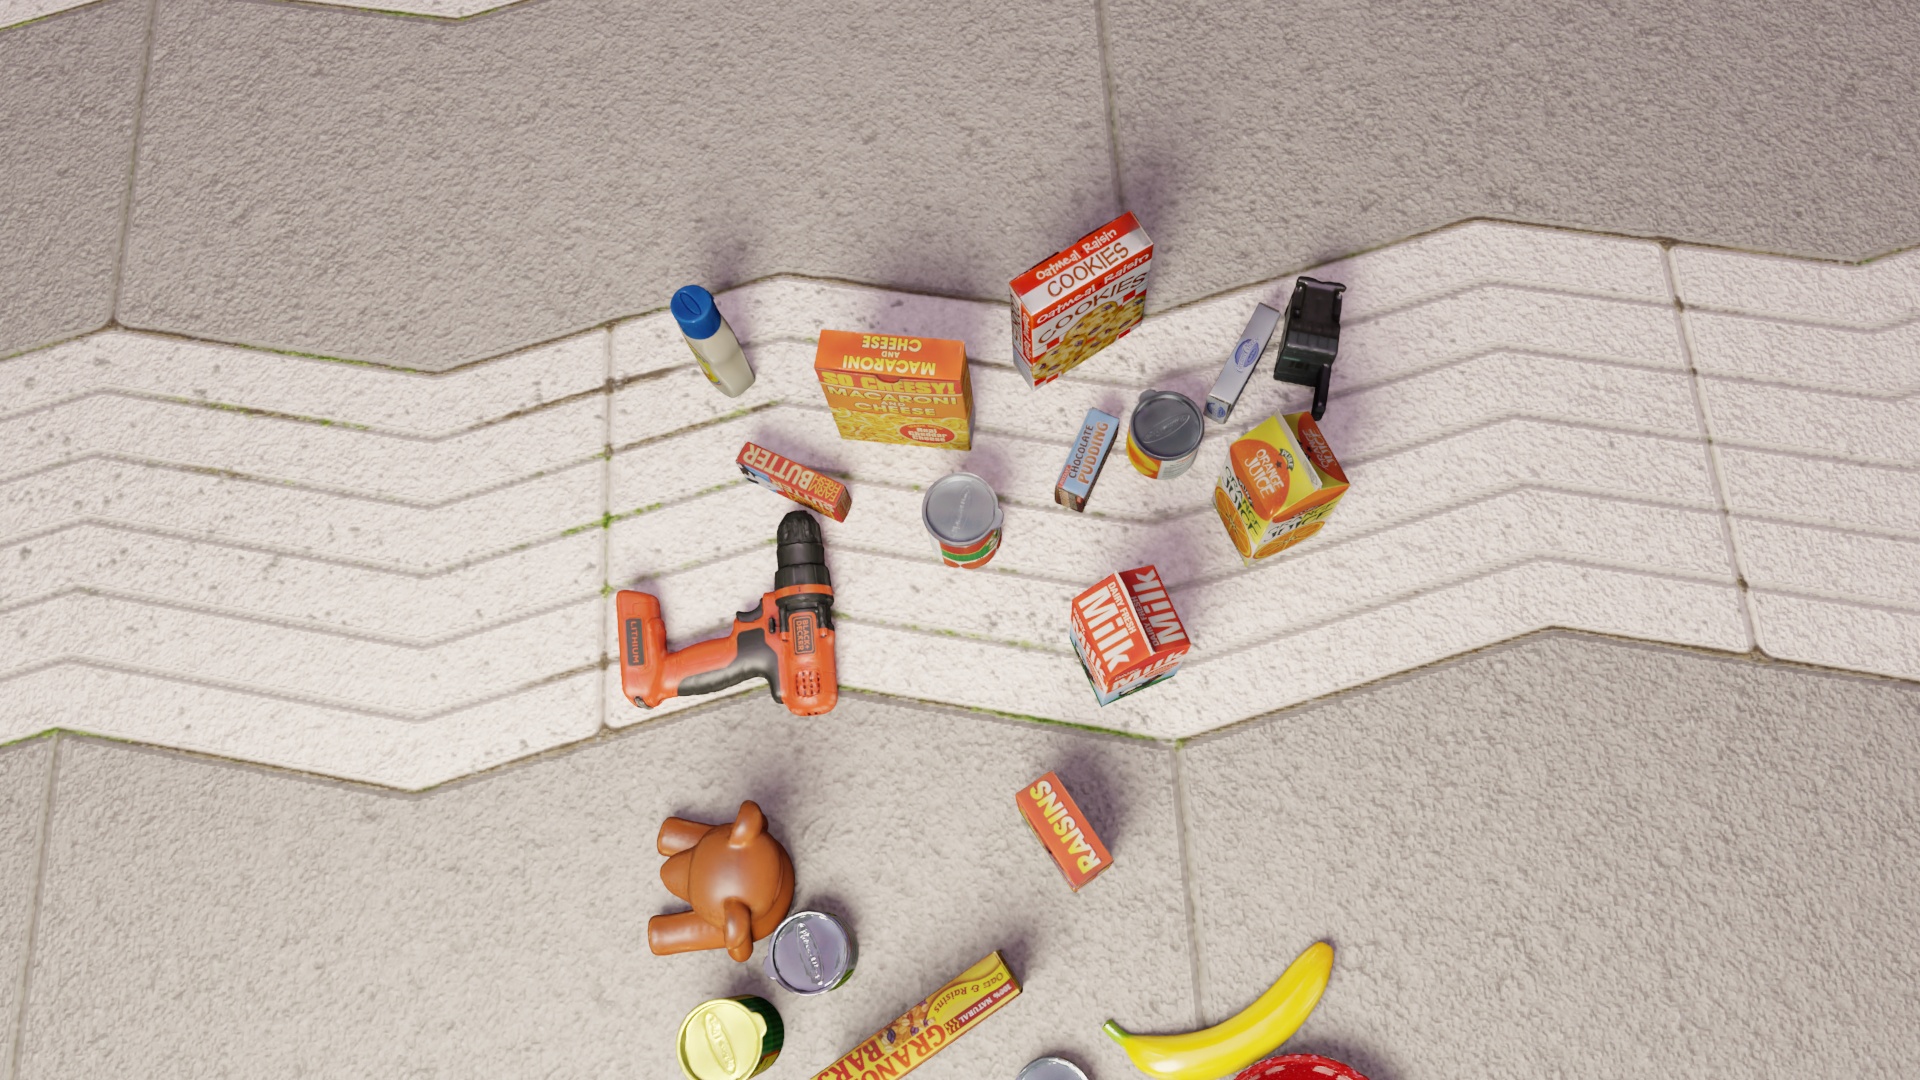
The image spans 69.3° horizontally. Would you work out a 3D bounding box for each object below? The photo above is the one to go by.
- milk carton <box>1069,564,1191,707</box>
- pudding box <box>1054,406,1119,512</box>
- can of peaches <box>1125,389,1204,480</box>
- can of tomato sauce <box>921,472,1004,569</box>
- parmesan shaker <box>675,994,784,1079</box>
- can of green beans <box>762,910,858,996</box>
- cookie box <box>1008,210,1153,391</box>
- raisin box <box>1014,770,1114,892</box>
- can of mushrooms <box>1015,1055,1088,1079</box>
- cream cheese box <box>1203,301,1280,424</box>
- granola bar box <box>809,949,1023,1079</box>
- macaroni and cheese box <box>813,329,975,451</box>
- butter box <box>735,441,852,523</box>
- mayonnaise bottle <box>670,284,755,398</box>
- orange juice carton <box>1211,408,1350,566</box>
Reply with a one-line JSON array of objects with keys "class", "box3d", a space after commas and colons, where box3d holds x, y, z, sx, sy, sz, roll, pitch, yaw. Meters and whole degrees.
[{"class": "milk carton", "box3d": [0.136, 0.077, 1.128, 0.073, 0.190, 0.072, -23, 74, -3]}, {"class": "pudding box", "box3d": [0.113, -0.072, 1.247, 0.030, 0.049, 0.084, 23, 76, 10]}, {"class": "can of peaches", "box3d": [0.182, -0.095, 1.245, 0.071, 0.058, 0.071, -1, 74, 3]}, {"class": "can of tomato sauce", "box3d": [0.004, -0.015, 1.219, 0.071, 0.083, 0.071, -1, 74, 3]}, {"class": "parmesan shaker", "box3d": [-0.177, 0.394, 1.097, 0.071, 0.103, 0.071, -1, 74, 3]}, {"class": "can of green beans", "box3d": [-0.119, 0.336, 1.134, 0.071, 0.057, 0.071, -1, 74, 3]}, {"class": "cookie box", "box3d": [0.104, -0.208, 1.227, 0.123, 0.167, 0.040, -32, 74, -6]}, {"class": "raisin box", "box3d": [0.082, 0.236, 1.118, 0.040, 0.123, 0.086, -32, 74, -6]}, {"class": "can of mushrooms", "box3d": [0.074, 0.446, 1.102, 0.071, 0.033, 0.071, -1, 73, 3]}, {"class": "cream cheese box", "box3d": [0.255, -0.160, 1.263, 0.024, 0.053, 0.104, 28, 77, 11]}, {"class": "granola bar box", "box3d": [-0.029, 0.382, 1.081, 0.166, 0.124, 0.039, -33, 75, -6]}, {"class": "macaroni and cheese box", "box3d": [-0.053, -0.128, 1.213, 0.124, 0.166, 0.040, 5, 74, 5]}, {"class": "butter box", "box3d": [-0.149, -0.052, 1.255, 0.103, 0.053, 0.024, 24, 77, 10]}, {"class": "mayonnaise bottle", "box3d": [-0.225, -0.181, 1.249, 0.041, 0.147, 0.065, -40, 75, -8]}, {"class": "orange juice carton", "box3d": [0.266, -0.046, 1.155, 0.073, 0.192, 0.072, -23, 74, -3]}]
